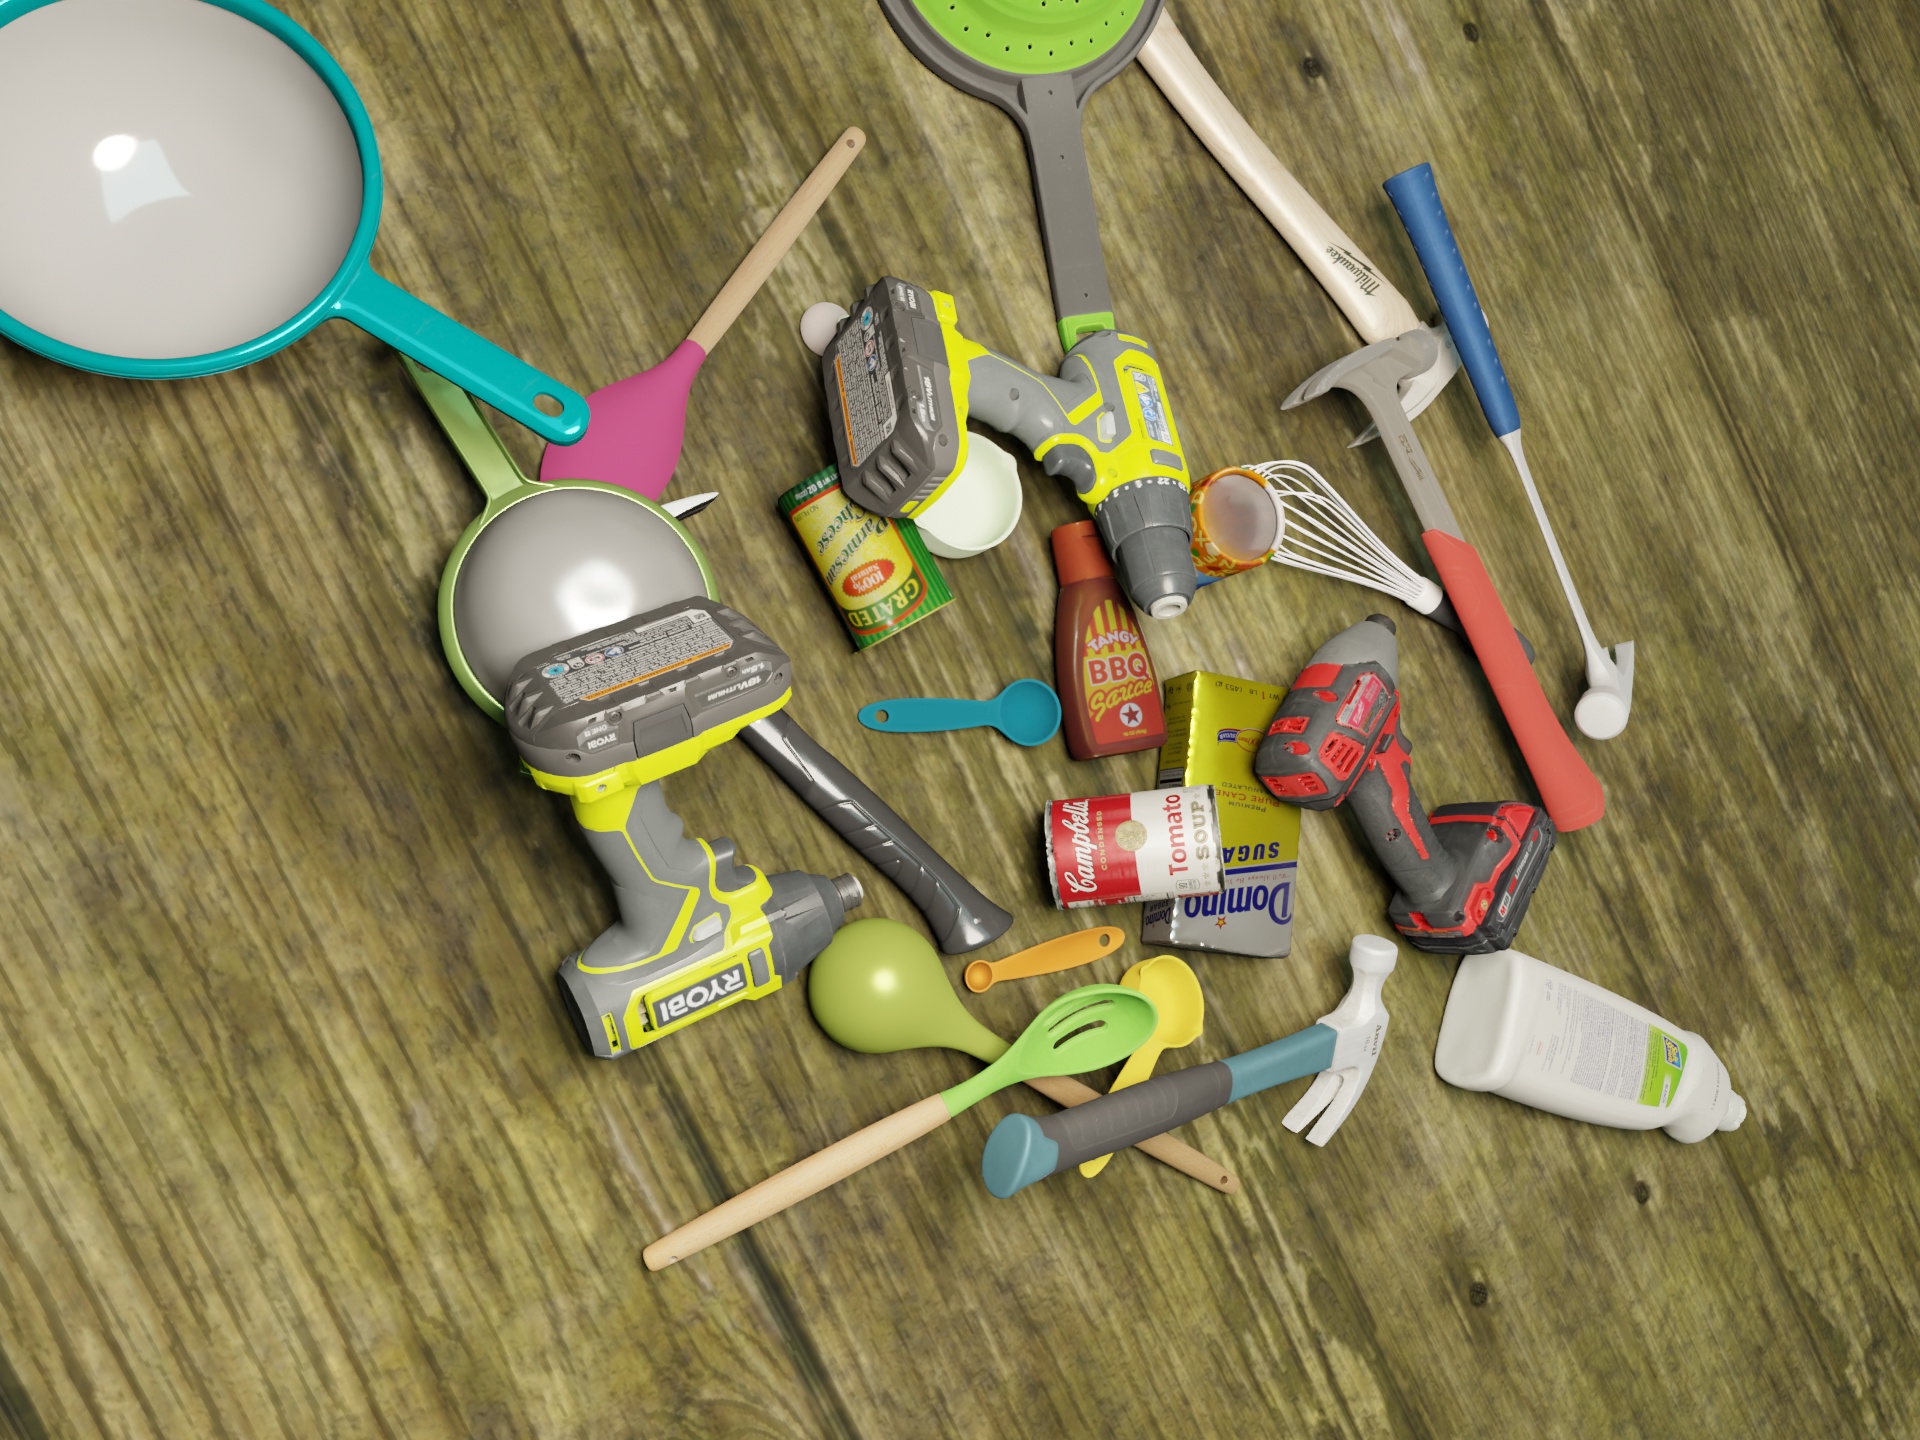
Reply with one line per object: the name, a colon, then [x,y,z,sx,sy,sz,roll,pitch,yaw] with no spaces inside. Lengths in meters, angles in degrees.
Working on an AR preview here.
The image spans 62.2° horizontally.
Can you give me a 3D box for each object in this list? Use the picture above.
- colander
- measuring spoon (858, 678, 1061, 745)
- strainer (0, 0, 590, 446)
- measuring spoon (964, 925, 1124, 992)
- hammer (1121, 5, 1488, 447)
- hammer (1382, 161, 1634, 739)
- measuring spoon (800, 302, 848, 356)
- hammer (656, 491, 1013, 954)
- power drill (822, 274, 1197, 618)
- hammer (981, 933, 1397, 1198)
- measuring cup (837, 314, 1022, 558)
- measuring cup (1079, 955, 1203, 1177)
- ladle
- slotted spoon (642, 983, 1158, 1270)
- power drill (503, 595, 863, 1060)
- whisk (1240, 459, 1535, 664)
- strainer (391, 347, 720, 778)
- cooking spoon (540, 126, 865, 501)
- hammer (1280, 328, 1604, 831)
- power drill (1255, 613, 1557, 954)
colander: [0.061,-0.427,1.009,0.204,0.094,0.397,-10,91,-12]
measuring spoon: [-0.002,-0.003,0.983,0.128,0.021,0.042,-1,84,-14]
strainer: [-0.345,-0.226,0.810,0.340,0.095,0.211,30,73,-11]
measuring spoon: [0.052,0.146,0.986,0.117,0.011,0.021,-11,95,-28]
hammer: [0.202,-0.380,1.111,0.410,0.038,0.146,47,69,-10]
hammer: [0.388,-0.192,1.114,0.144,0.035,0.405,-32,100,-59]
measuring spoon: [-0.039,-0.234,0.995,0.124,0.018,0.034,12,78,-22]
hammer: [-0.094,0.016,0.927,0.334,0.035,0.146,44,69,-12]
power drill: [0.042,-0.159,0.939,0.228,0.080,0.191,8,60,-34]
hammer: [0.145,0.217,0.944,0.331,0.033,0.128,-7,110,-39]
measuring cup: [-0.030,-0.174,0.982,0.083,0.038,0.167,-37,93,-25]
measuring cup: [0.100,0.211,0.967,0.062,0.029,0.157,47,53,-18]
ladle: [0.046,0.215,0.962,0.320,0.062,0.078,34,77,-23]
slotted spoon: [-0.032,0.226,0.891,0.314,0.031,0.070,-26,131,-10]
power drill: [-0.139,0.057,0.831,0.171,0.080,0.223,-23,127,-23]
whisk: [0.299,-0.102,1.104,0.284,0.070,0.070,26,73,-23]
strainer: [-0.223,-0.108,0.834,0.151,0.069,0.256,-33,94,-22]
cooking spoon: [-0.144,-0.242,0.950,0.068,0.017,0.319,37,70,-15]
hammer: [0.341,-0.085,1.077,0.149,0.037,0.359,-30,96,-37]
power drill: [0.291,0.041,1.041,0.219,0.078,0.143,46,61,-23]
